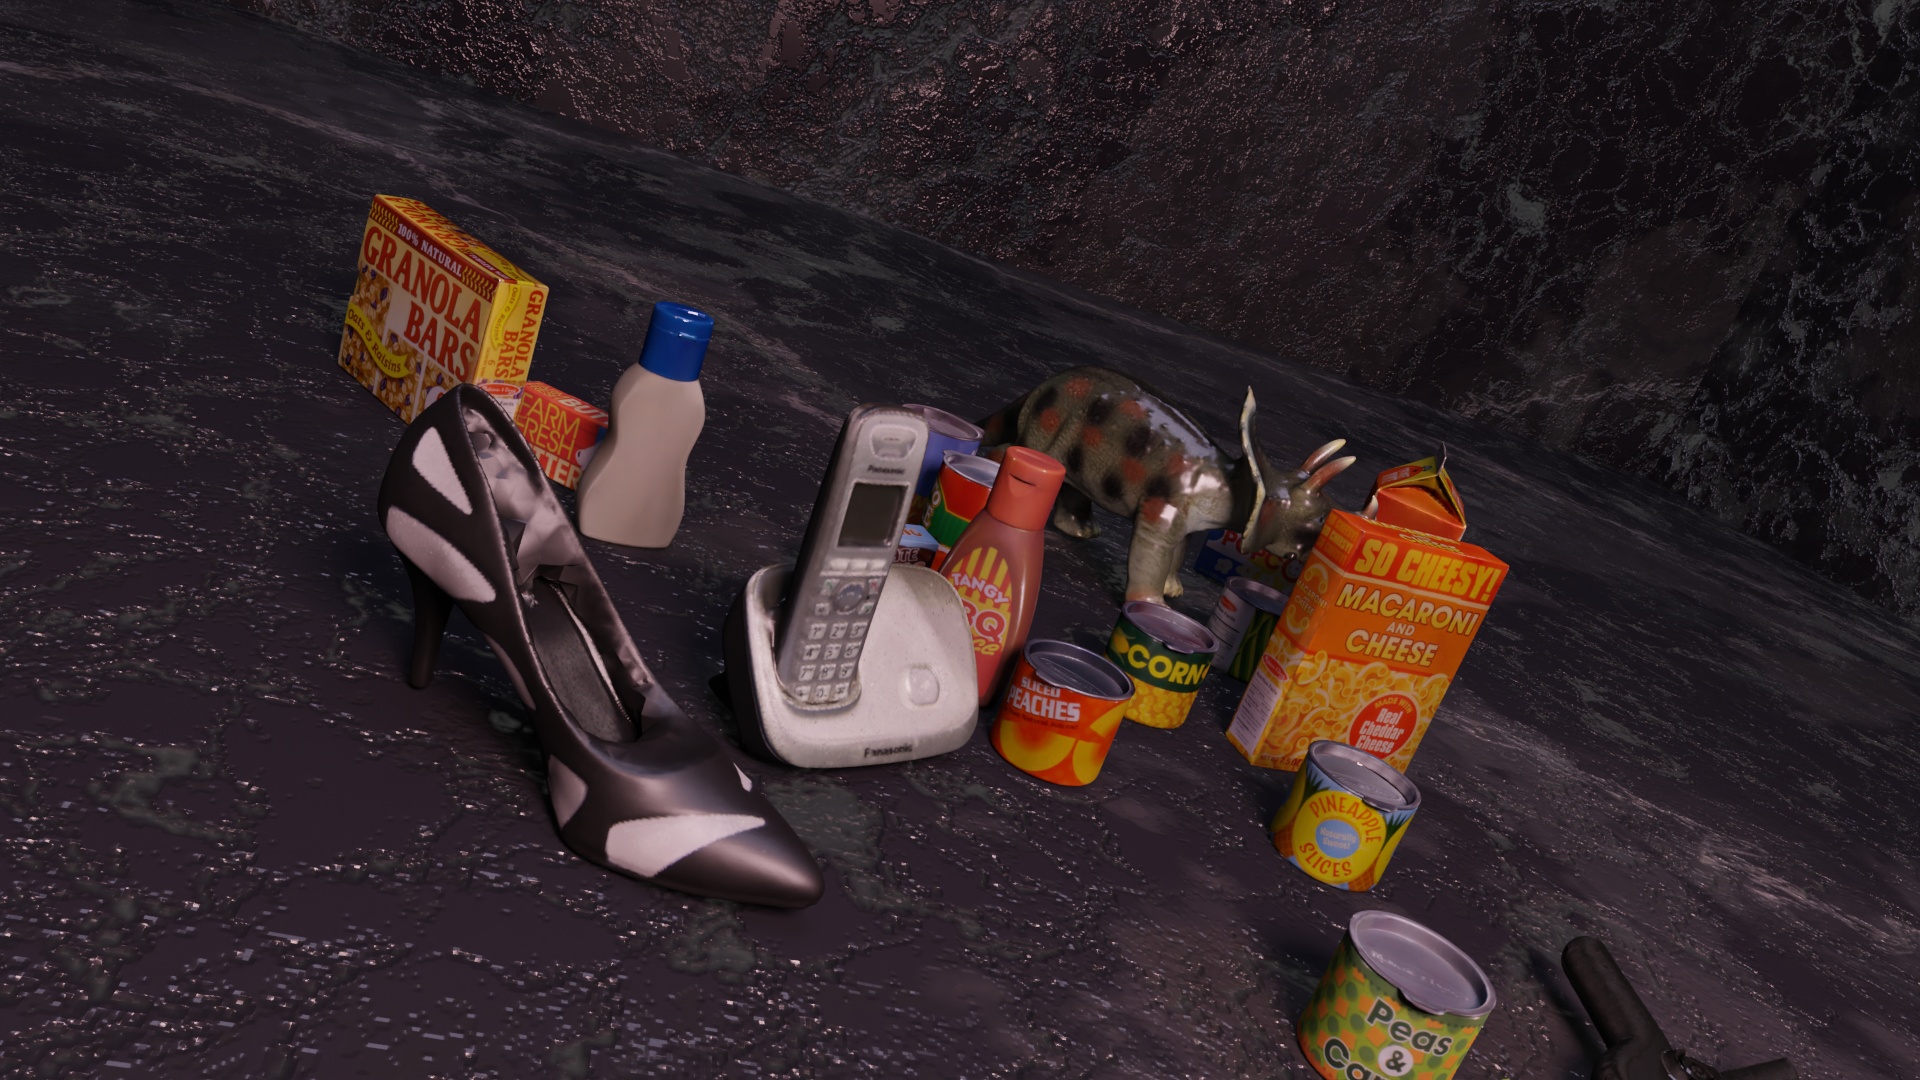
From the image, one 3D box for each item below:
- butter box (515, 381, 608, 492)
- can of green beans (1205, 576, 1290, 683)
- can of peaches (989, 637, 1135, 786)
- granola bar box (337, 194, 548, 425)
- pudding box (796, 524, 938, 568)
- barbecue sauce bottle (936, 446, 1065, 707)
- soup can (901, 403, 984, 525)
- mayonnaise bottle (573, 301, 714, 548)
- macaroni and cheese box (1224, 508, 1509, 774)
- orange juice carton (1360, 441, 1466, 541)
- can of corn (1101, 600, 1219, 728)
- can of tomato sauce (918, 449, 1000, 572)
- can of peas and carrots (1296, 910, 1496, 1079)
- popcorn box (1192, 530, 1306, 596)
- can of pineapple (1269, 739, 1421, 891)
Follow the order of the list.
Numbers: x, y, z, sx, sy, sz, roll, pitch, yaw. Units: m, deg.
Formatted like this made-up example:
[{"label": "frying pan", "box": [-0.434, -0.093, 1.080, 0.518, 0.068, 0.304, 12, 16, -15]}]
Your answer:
[{"label": "butter box", "box": [-0.247, -0.061, 0.902, 0.103, 0.053, 0.024, 25, 18, 15]}, {"label": "can of green beans", "box": [0.216, 0.067, 1.024, 0.071, 0.057, 0.071, 19, 18, -6]}, {"label": "can of peaches", "box": [0.054, 0.095, 0.771, 0.071, 0.058, 0.071, 19, 18, -6]}, {"label": "granola bar box", "box": [-0.343, -0.140, 0.910, 0.166, 0.123, 0.039, 33, 21, 34]}, {"label": "pudding box", "box": [-0.061, 0.012, 0.899, 0.084, 0.049, 0.030, 9, 21, -33]}, {"label": "barbecue sauce bottle", "box": [0.018, 0.019, 0.805, 0.065, 0.148, 0.044, 25, 18, 13]}, {"label": "soup can", "box": [-0.025, -0.054, 1.069, 0.071, 0.083, 0.071, 19, 18, -6]}, {"label": "mayonnaise bottle", "box": [-0.186, -0.069, 0.839, 0.065, 0.147, 0.041, 11, 20, -29]}, {"label": "macaroni and cheese box", "box": [0.257, 0.071, 0.885, 0.124, 0.165, 0.040, 12, 20, -25]}, {"label": "orange juice carton", "box": [0.337, 0.015, 1.087, 0.073, 0.192, 0.072, 24, 18, 12]}, {"label": "can of corn", "box": [0.124, 0.080, 0.888, 0.071, 0.058, 0.071, 19, 18, -6]}, {"label": "can of tomato sauce", "box": [0.004, -0.012, 0.983, 0.071, 0.082, 0.071, 19, 18, -6]}, {"label": "can of peas and carrots", "box": [0.187, 0.205, 0.599, 0.071, 0.058, 0.071, 19, 18, -6]}, {"label": "popcorn box", "box": [0.276, 0.015, 1.193, 0.127, 0.085, 0.038, 30, 20, 25]}, {"label": "can of pineapple", "box": [0.213, 0.154, 0.775, 0.071, 0.057, 0.071, 19, 18, -6]}]
